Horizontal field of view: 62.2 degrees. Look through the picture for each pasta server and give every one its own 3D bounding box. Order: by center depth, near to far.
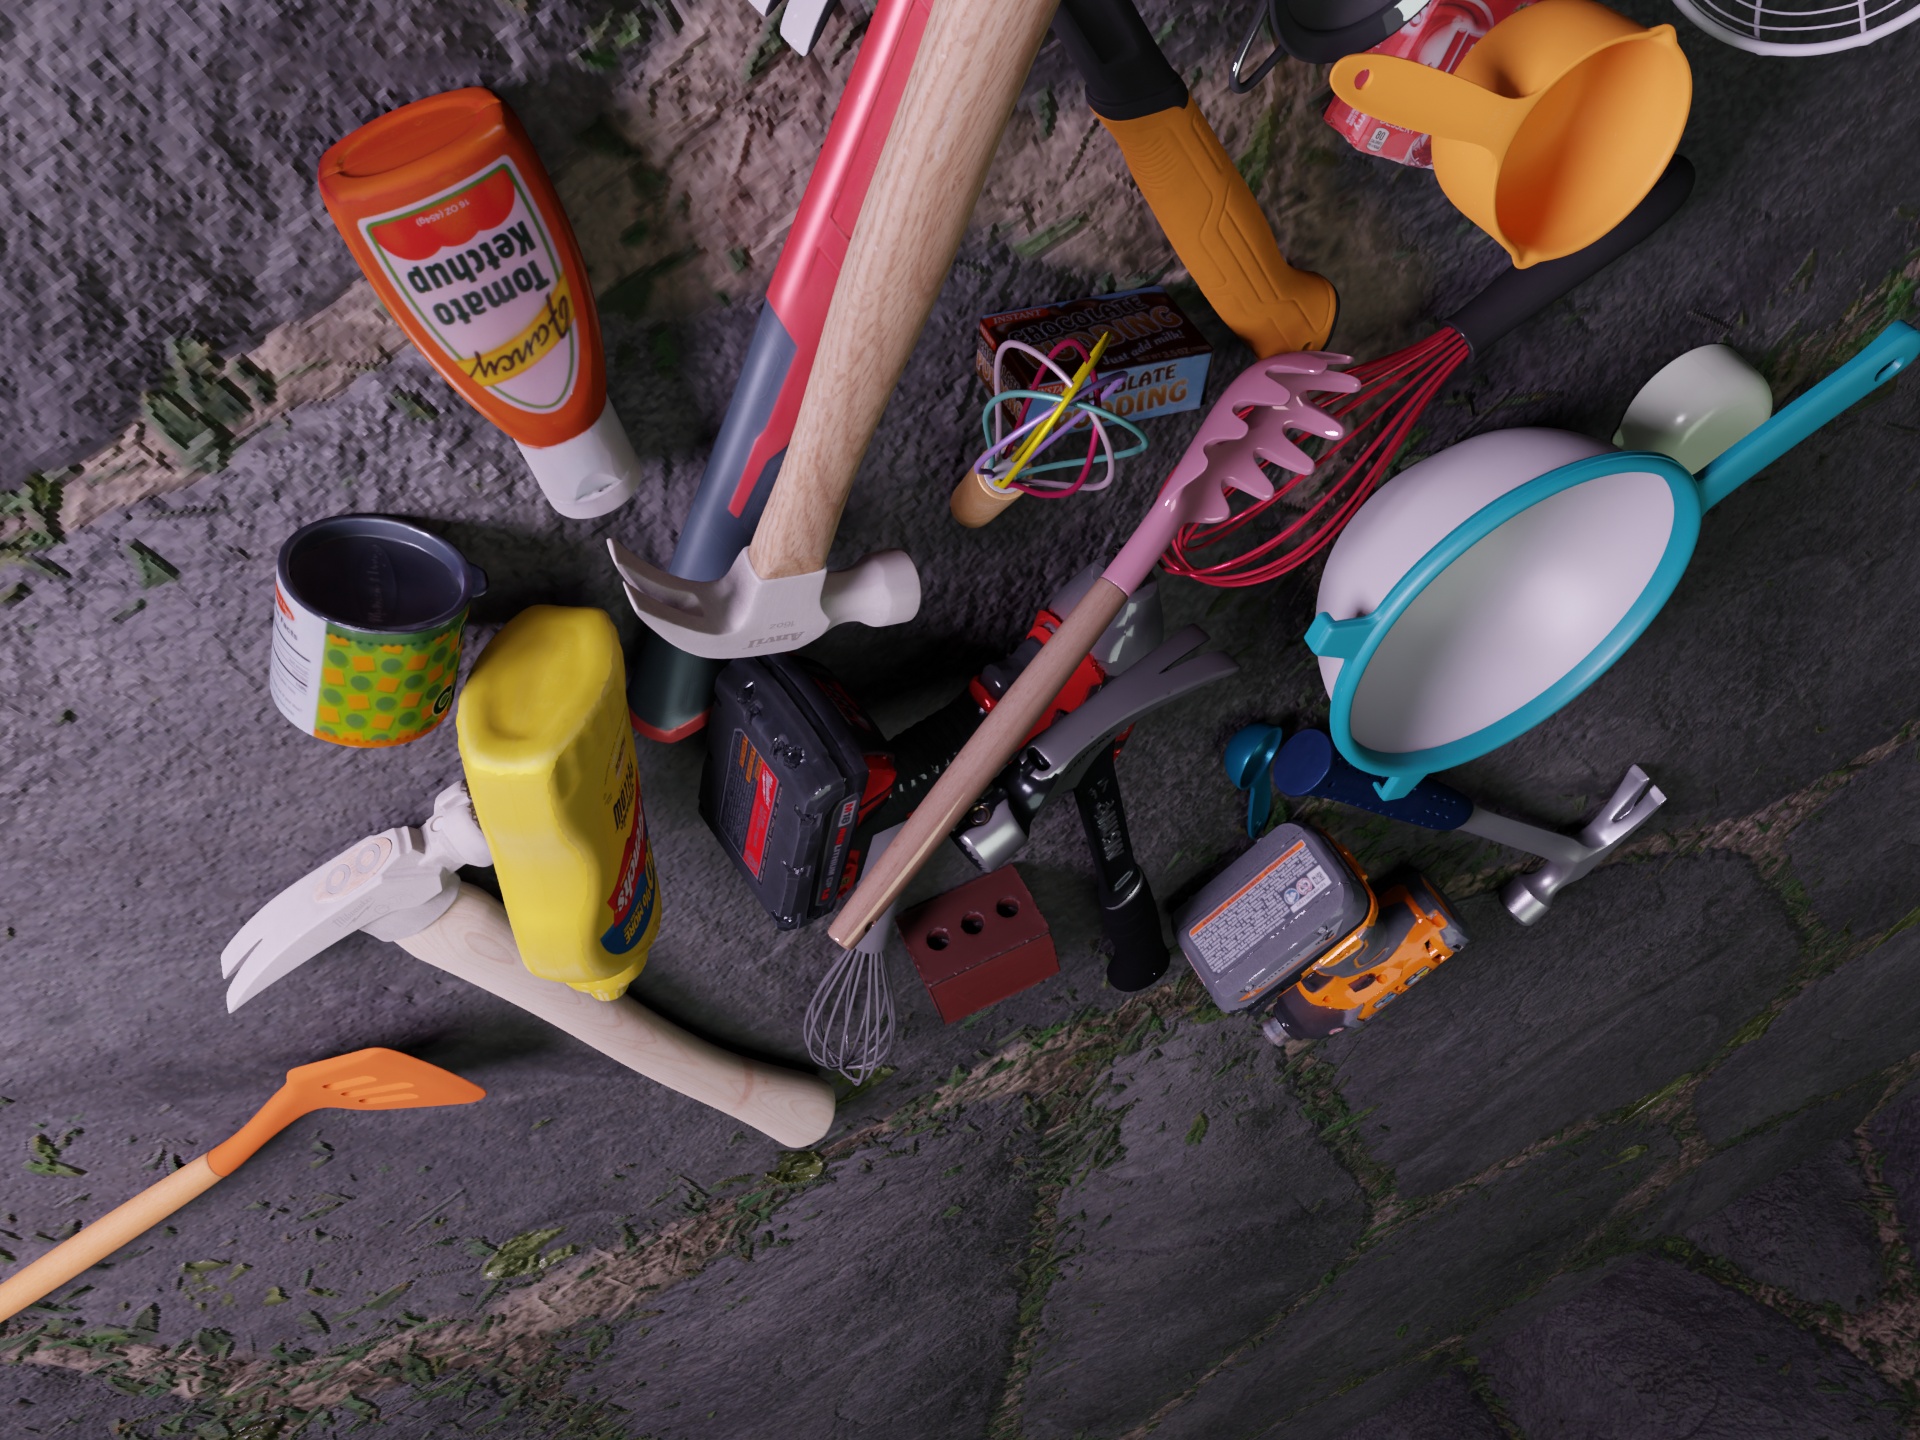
[{"bbox_3d":[0.052,-0.030,0.654,0.316,0.040,0.060,-52,151,-3],"label":"pasta server"}]

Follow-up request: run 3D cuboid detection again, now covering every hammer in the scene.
[{"bbox_3d":[-0.031,-0.121,0.503,0.130,0.031,0.331,-15,154,-29],"label":"hammer"},{"bbox_3d":[0.064,-0.196,0.548,0.127,0.034,0.336,-45,151,11],"label":"hammer"},{"bbox_3d":[-0.071,-0.142,0.573,0.143,0.038,0.386,3,132,-33],"label":"hammer"},{"bbox_3d":[-0.189,0.166,0.843,0.146,0.038,0.410,-33,142,6],"label":"hammer"},{"bbox_3d":[0.088,0.078,0.856,0.149,0.036,0.408,-40,156,-7],"label":"hammer"},{"bbox_3d":[0.336,0.059,1.048,0.405,0.035,0.144,16,124,-45],"label":"hammer"}]

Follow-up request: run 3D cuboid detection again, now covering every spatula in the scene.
[{"bbox_3d":[-0.391,0.242,0.797,0.322,0.041,0.080,-33,143,6],"label":"spatula"}]

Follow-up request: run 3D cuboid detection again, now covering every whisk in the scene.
[{"bbox_3d":[0.022,-0.095,0.574,0.051,0.245,0.047,6,90,-6],"label":"whisk"},{"bbox_3d":[0.209,-0.158,0.717,0.296,0.073,0.073,-38,142,2],"label":"whisk"},{"bbox_3d":[-0.049,0.116,0.874,0.055,0.055,0.238,-8,133,-25],"label":"whisk"}]

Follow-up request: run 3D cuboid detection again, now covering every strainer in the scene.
[{"bbox_3d":[0.183,-0.287,0.484,0.258,0.050,0.086,-32,155,15],"label":"strainer"},{"bbox_3d":[0.309,-0.112,0.804,0.340,0.095,0.210,-36,144,5],"label":"strainer"}]

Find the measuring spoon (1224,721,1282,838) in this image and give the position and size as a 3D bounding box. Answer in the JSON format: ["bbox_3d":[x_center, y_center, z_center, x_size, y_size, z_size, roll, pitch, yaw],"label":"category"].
[{"bbox_3d":[0.171,0.037,0.947,0.042,0.021,0.128,-48,155,-16],"label":"measuring spoon"}]

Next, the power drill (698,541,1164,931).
[{"bbox_3d":[-0.001,-0.002,0.719,0.219,0.079,0.143,-22,148,-31],"label":"power drill"}]

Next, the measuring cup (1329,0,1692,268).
[{"bbox_3d":[0.187,-0.227,0.580,0.173,0.052,0.095,1,131,-32],"label":"measuring cup"}]

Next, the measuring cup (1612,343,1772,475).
[{"bbox_3d":[0.407,-0.133,0.885,0.083,0.038,0.167,-27,140,-3],"label":"measuring cup"}]

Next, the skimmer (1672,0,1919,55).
[{"bbox_3d":[0.208,-0.310,0.518,0.363,0.090,0.127,-1,137,-31],"label":"skimmer"}]

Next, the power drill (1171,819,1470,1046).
[{"bbox_3d":[0.235,0.157,1.070,0.164,0.084,0.226,-43,144,17],"label":"power drill"}]
